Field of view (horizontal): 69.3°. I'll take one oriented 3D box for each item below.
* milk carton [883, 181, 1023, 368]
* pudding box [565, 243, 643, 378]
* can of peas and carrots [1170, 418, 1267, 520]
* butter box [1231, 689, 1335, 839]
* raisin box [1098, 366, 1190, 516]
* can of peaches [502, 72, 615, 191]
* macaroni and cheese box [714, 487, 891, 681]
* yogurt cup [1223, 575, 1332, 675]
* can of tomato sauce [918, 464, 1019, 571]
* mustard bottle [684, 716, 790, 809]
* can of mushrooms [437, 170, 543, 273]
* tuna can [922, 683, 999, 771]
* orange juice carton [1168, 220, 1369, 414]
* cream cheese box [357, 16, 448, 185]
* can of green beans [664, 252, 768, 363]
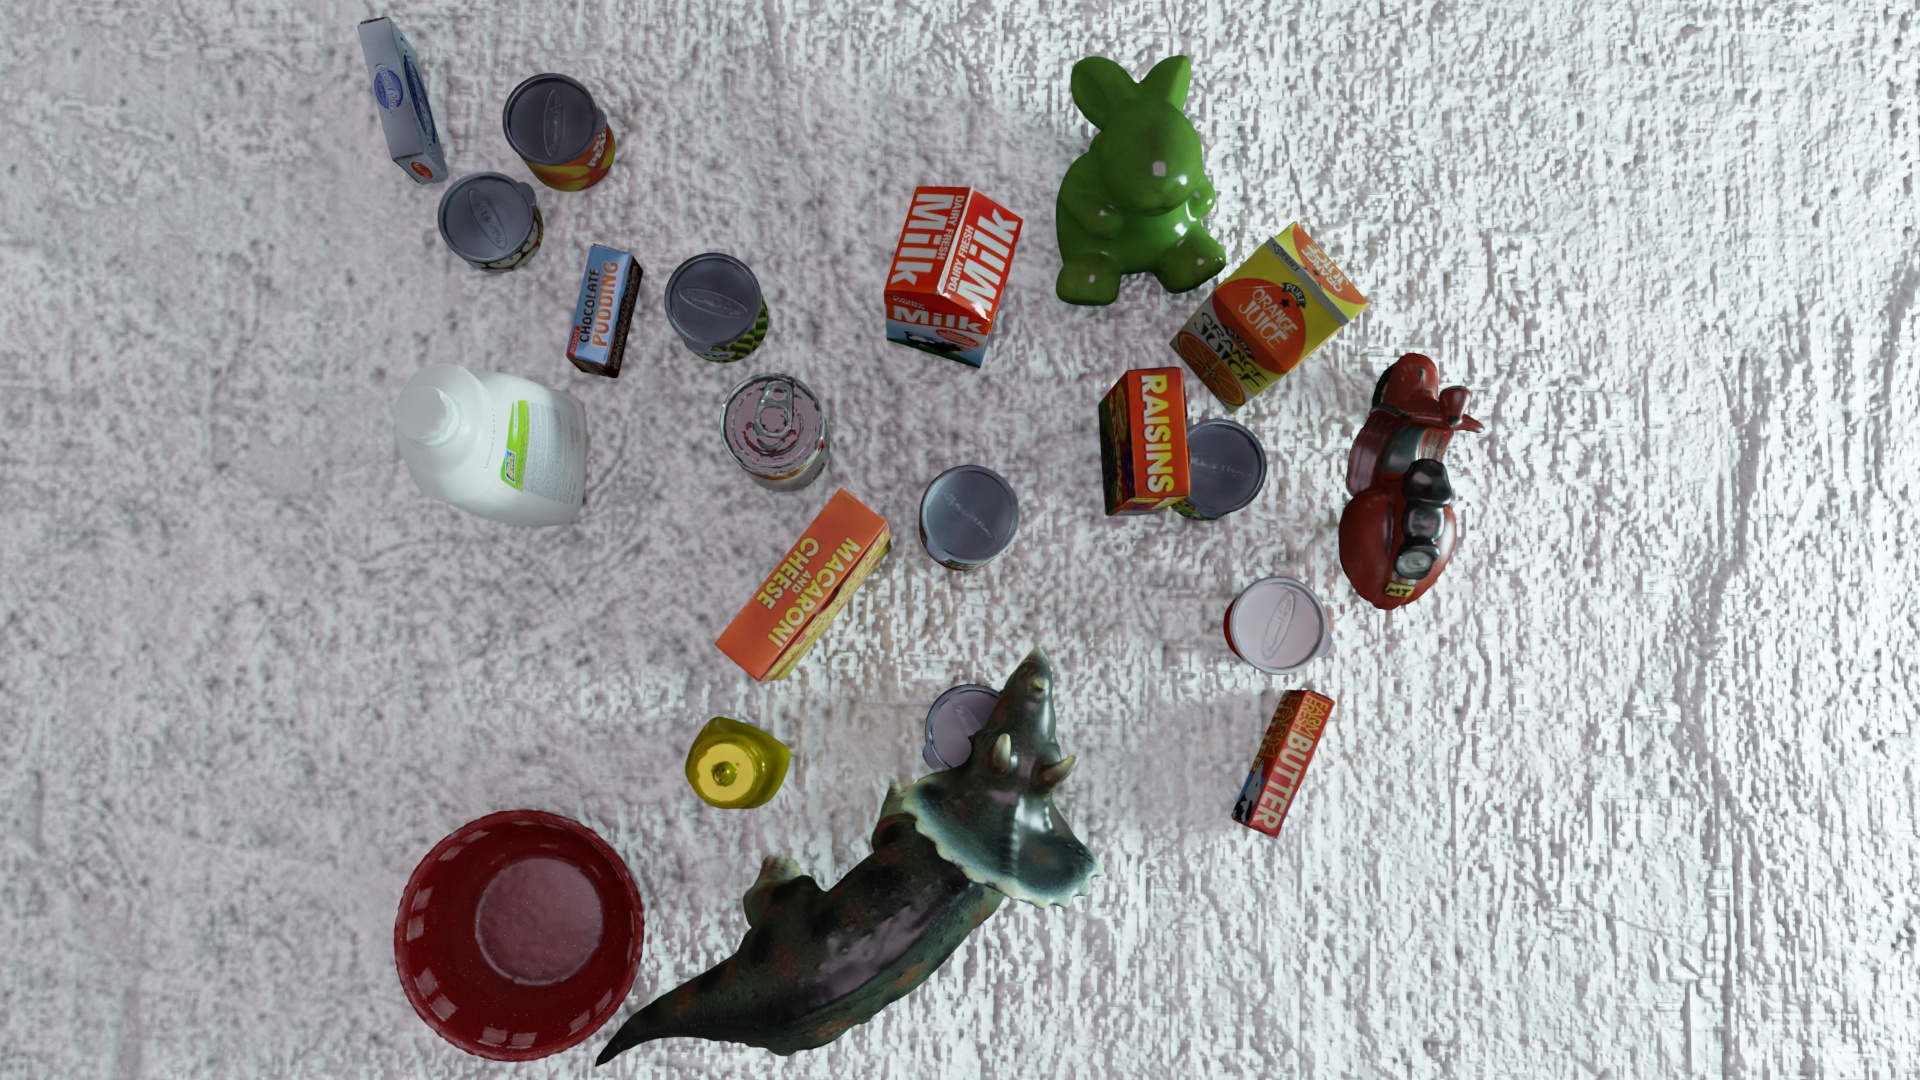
[{"bbox_3d":[-0.006,-0.174,0.915,0.073,0.190,0.072,17,85,-1],"label":"milk carton"},{"bbox_3d":[-0.249,-0.160,0.973,0.030,0.049,0.084,12,84,-1],"label":"pudding box"},{"bbox_3d":[0.176,-0.046,0.978,0.071,0.058,0.071,0,85,-3],"label":"can of peas and carrots"},{"bbox_3d":[0.223,0.153,0.964,0.024,0.053,0.103,25,84,0],"label":"butter box"},{"bbox_3d":[0.124,-0.064,0.945,0.040,0.123,0.086,-2,85,-3],"label":"raisin box"},{"bbox_3d":[-0.279,-0.286,0.980,0.071,0.058,0.071,0,85,-3],"label":"can of peaches"},{"bbox_3d":[-0.097,0.033,0.903,0.040,0.166,0.124,38,84,1],"label":"macaroni and cheese box"},{"bbox_3d":[0.217,0.060,0.972,0.072,0.054,0.072,0,85,-3],"label":"yogurt cup"},{"bbox_3d":[0.003,-0.012,0.954,0.071,0.083,0.071,0,85,-3],"label":"can of tomato sauce"},{"bbox_3d":[-0.147,0.145,0.893,0.065,0.160,0.049,24,85,0],"label":"mustard bottle"},{"bbox_3d":[-0.330,-0.226,0.984,0.071,0.033,0.071,0,85,-3],"label":"can of mushrooms"},{"bbox_3d":[0.006,0.134,0.965,0.071,0.033,0.071,0,85,-3],"label":"tuna can"},{"bbox_3d":[0.205,-0.148,0.922,0.073,0.192,0.072,-41,88,-5],"label":"orange juice carton"},{"bbox_3d":[-0.392,-0.308,0.979,0.024,0.053,0.104,-16,86,-4],"label":"cream cheese box"},{"bbox_3d":[-0.170,-0.162,0.973,0.071,0.058,0.071,0,85,-3],"label":"can of green beans"}]
